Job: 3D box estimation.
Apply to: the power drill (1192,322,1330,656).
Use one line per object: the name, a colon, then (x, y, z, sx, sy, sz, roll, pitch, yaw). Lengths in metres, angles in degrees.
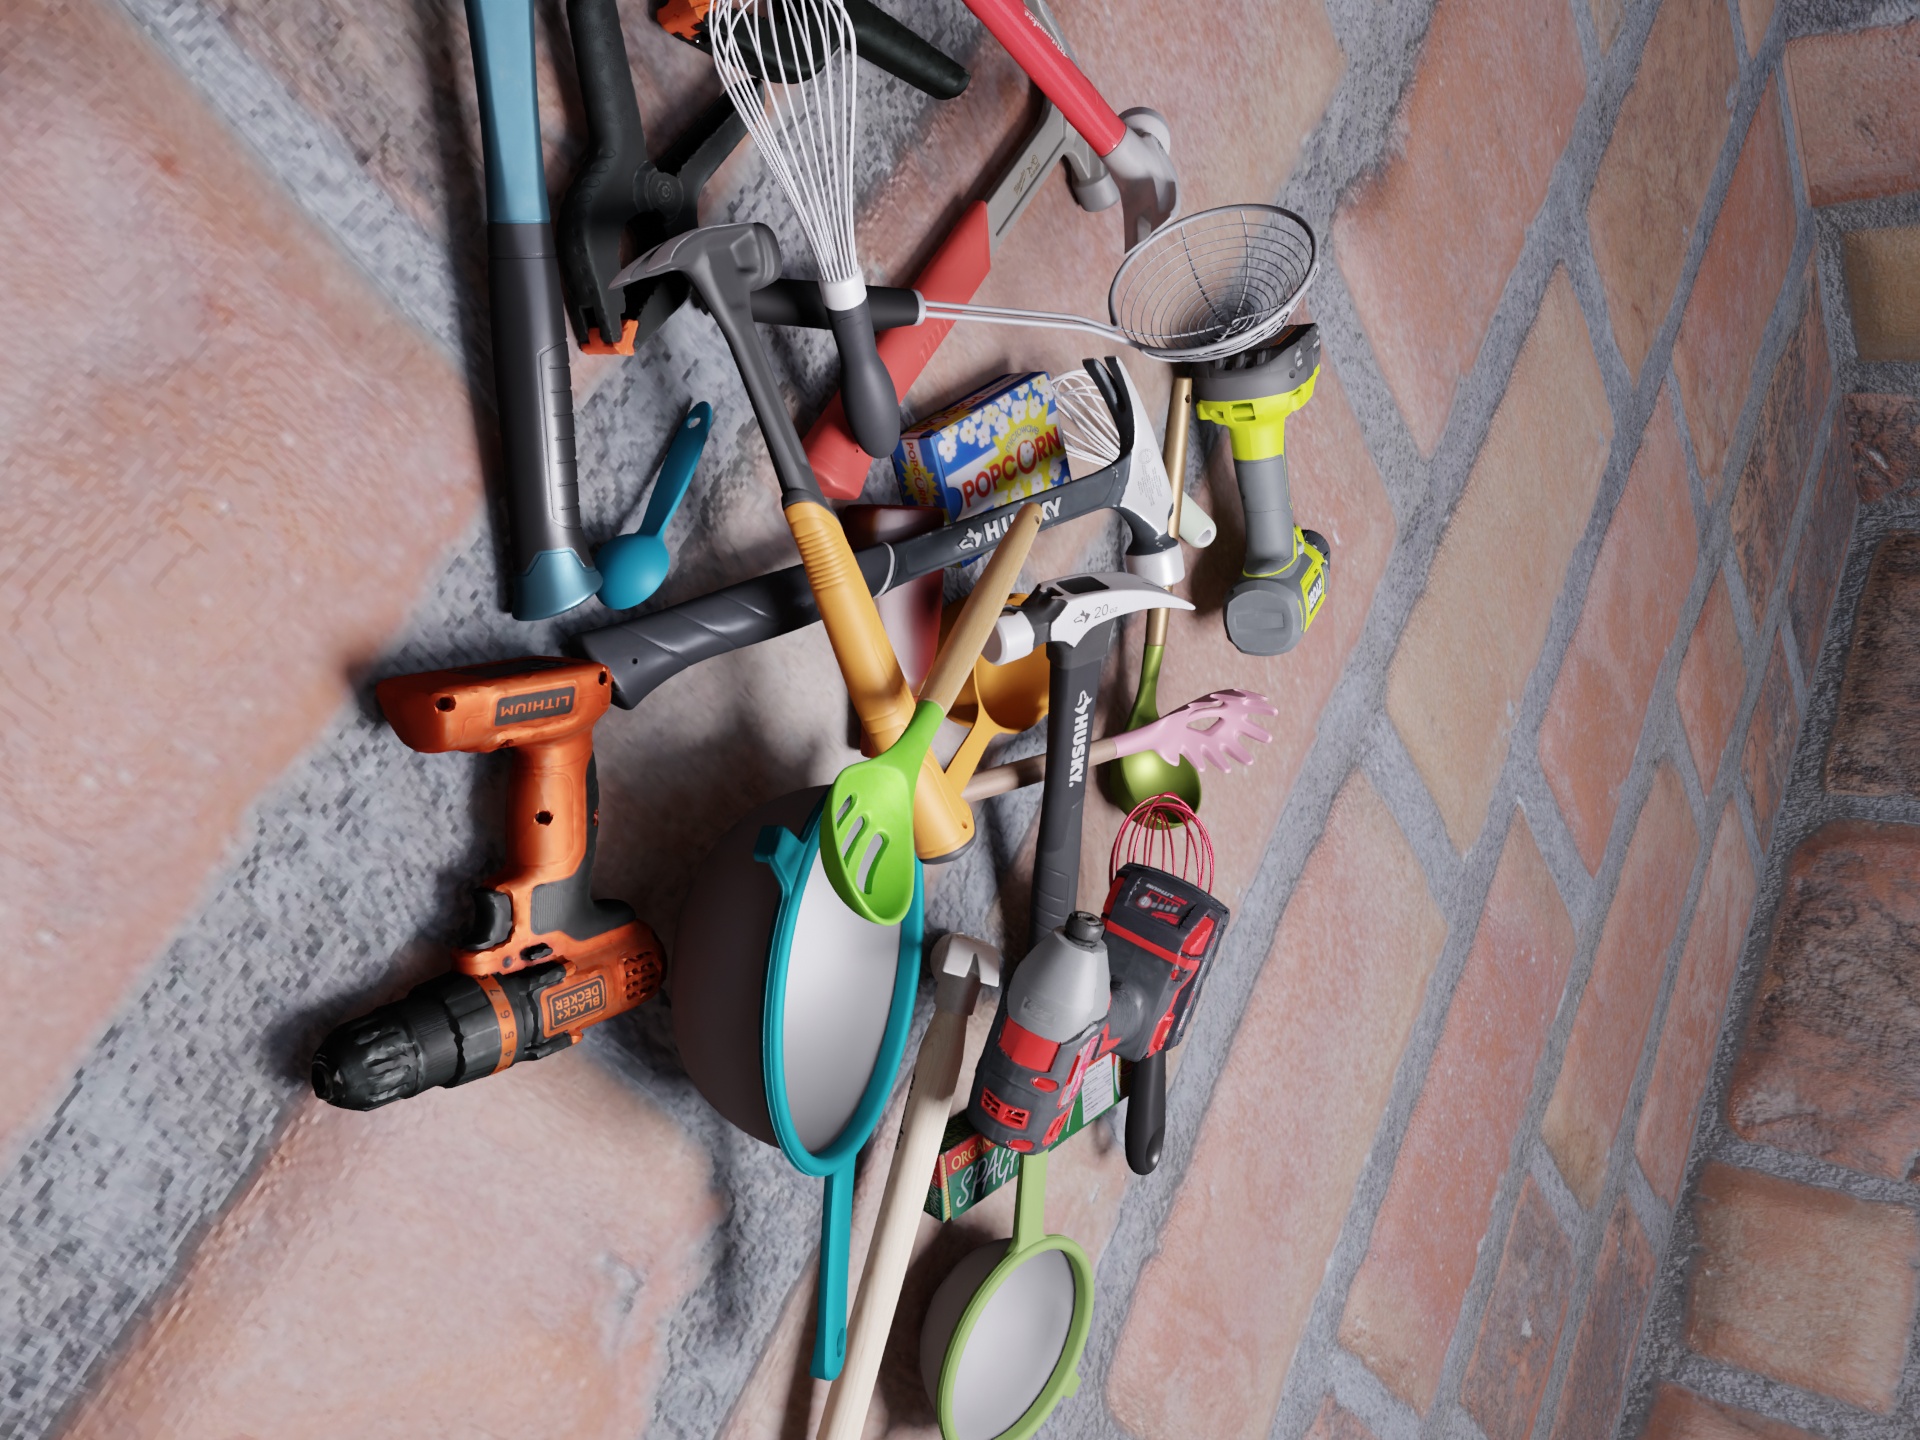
power drill: (0.243, -0.183, 1.227, 0.190, 0.080, 0.228, -46, 130, -57)

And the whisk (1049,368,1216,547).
whisk: (0.122, -0.178, 1.120, 0.058, 0.059, 0.246, -45, 143, 11)

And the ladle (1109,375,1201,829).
ladle: (0.149, -0.077, 1.117, 0.078, 0.062, 0.320, -11, 112, -43)

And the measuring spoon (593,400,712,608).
measuring spoon: (-0.154, -0.114, 0.798, 0.021, 0.042, 0.129, 50, 49, -50)

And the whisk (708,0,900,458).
whisk: (-0.066, -0.240, 0.777, 0.070, 0.070, 0.284, -54, 149, -31)

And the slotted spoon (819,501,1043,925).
slotted spoon: (-0.006, -0.019, 0.802, 0.070, 0.031, 0.314, 57, 37, -28)

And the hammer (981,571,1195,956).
hammer: (0.068, 0.058, 1.008, 0.146, 0.035, 0.334, -21, 130, -31)

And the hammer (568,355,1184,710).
hammer: (-0.030, -0.095, 0.887, 0.409, 0.036, 0.149, -23, 109, -34)

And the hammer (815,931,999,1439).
hammer: (-0.046, 0.328, 0.935, 0.146, 0.038, 0.411, 117, -12, -85)

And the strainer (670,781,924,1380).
strainer: (-0.098, 0.188, 0.850, 0.211, 0.095, 0.340, -29, 123, -70)

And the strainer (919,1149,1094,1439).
strainer: (0.021, 0.346, 1.029, 0.151, 0.069, 0.256, -8, 106, -48)

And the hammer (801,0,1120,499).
hammer: (-0.008, -0.275, 0.953, 0.149, 0.037, 0.359, 55, 54, -38)

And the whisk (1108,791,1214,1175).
whisk: (0.138, 0.191, 1.126, 0.073, 0.073, 0.295, -18, 115, -48)

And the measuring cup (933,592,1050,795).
measuring cup: (-0.002, -0.003, 0.984, 0.095, 0.052, 0.174, 50, 59, -41)

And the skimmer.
skimmer: (0.035, -0.255, 0.891, 0.363, 0.127, 0.090, -4, 130, -28)

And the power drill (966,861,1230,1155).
power drill: (0.085, 0.163, 0.971, 0.219, 0.079, 0.143, -16, 127, -62)

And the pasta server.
pasta server: (0.082, 0.027, 1.043, 0.316, 0.040, 0.060, -14, 125, -33)

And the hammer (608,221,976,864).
hammer: (-0.067, -0.078, 0.789, 0.336, 0.034, 0.127, 68, 24, -14)

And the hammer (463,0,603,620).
hammer: (-0.195, -0.209, 0.714, 0.128, 0.033, 0.331, -9, 108, -25)

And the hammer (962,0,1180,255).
hammer: (-0.017, -0.408, 0.826, 0.386, 0.038, 0.143, 41, 32, -26)
